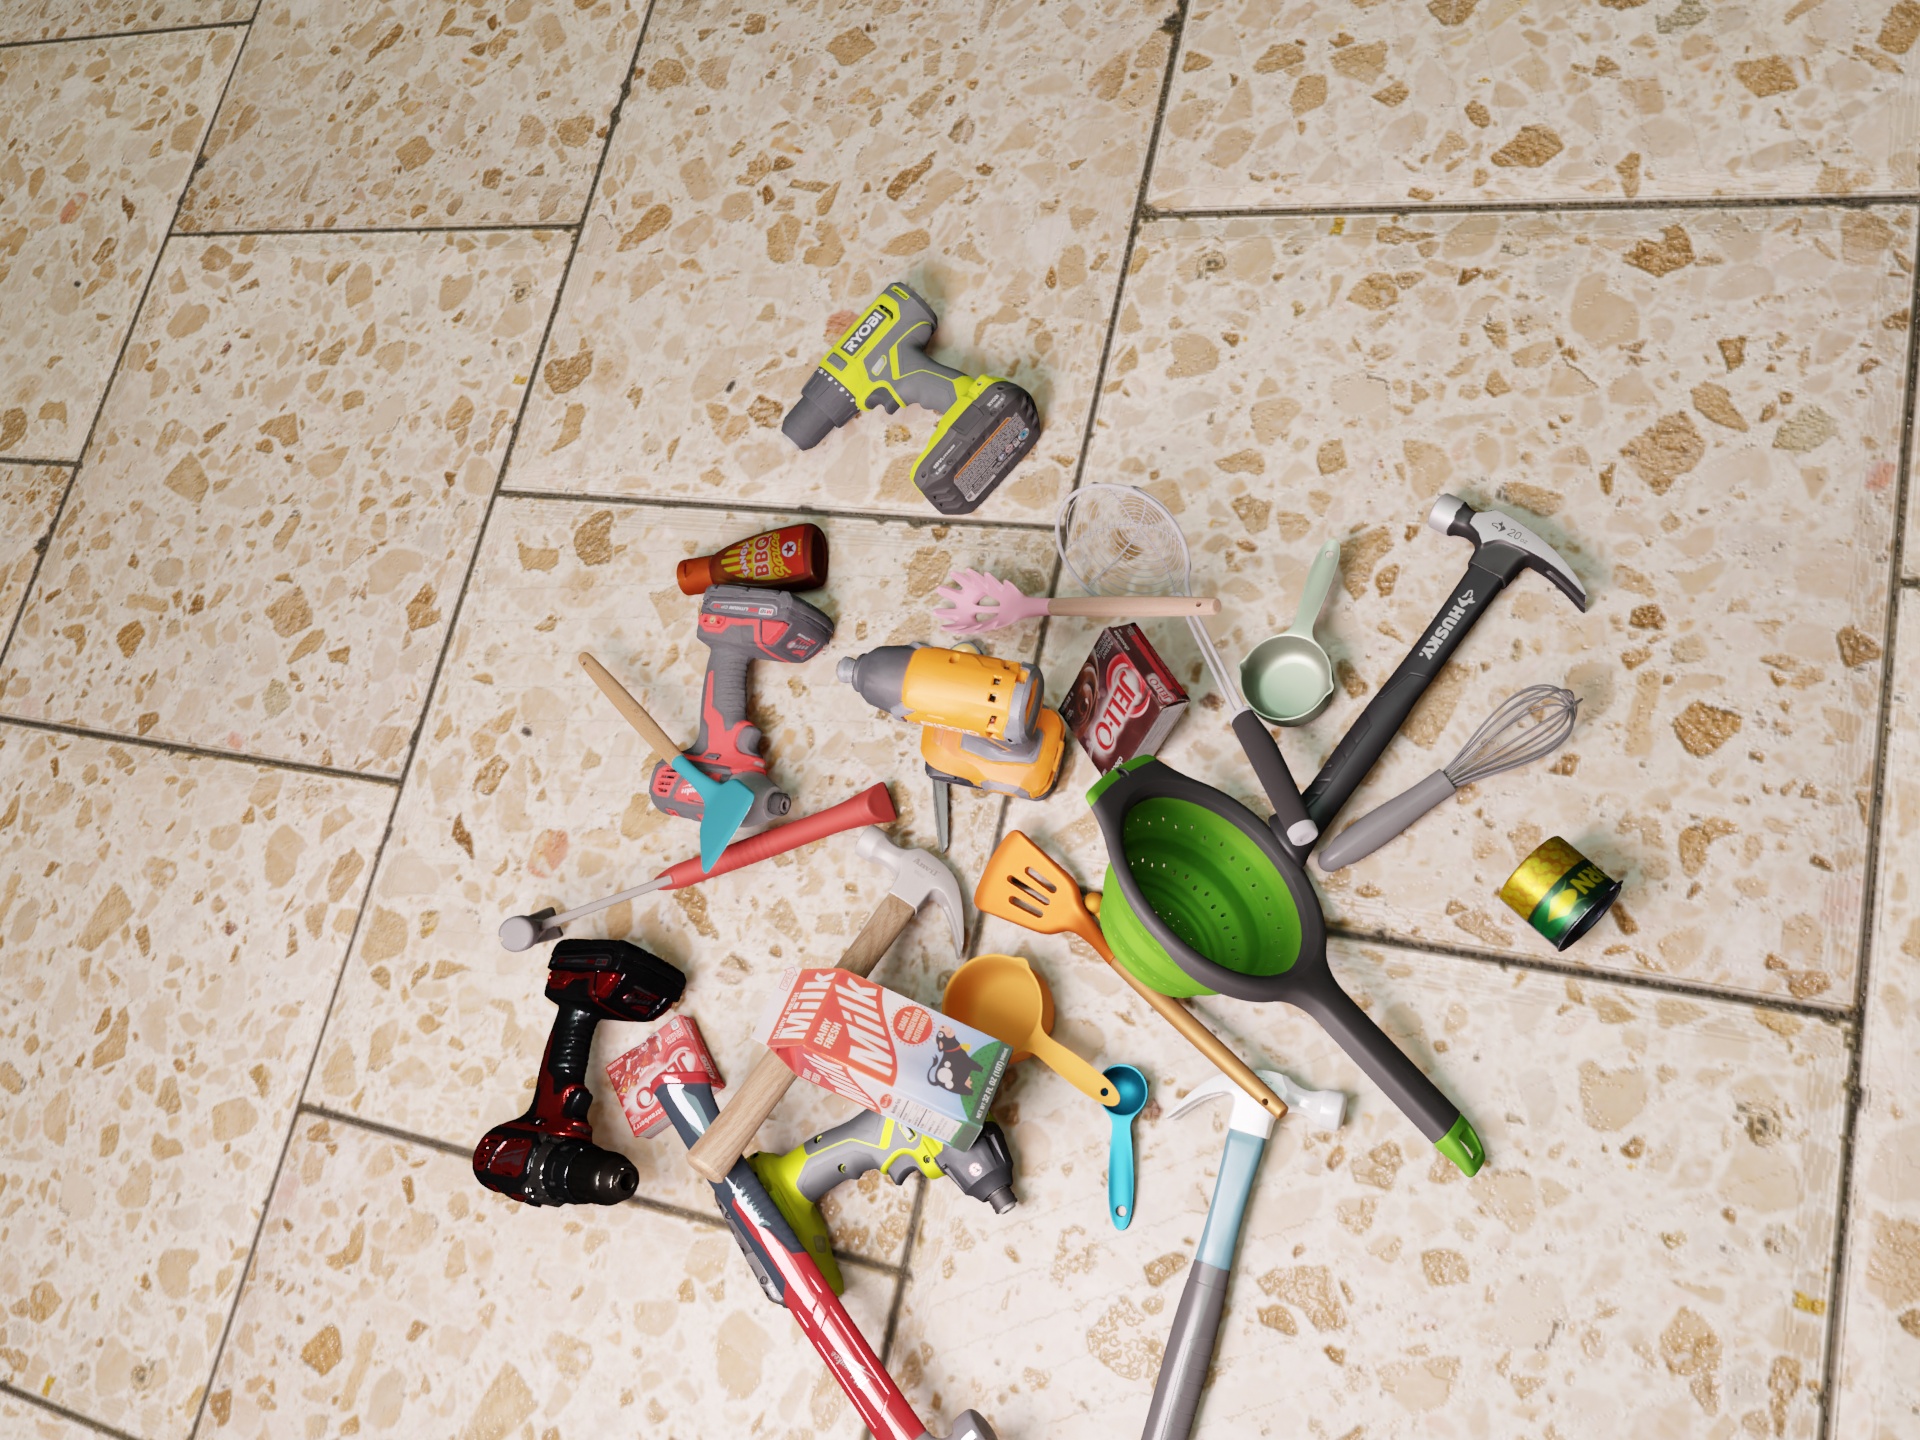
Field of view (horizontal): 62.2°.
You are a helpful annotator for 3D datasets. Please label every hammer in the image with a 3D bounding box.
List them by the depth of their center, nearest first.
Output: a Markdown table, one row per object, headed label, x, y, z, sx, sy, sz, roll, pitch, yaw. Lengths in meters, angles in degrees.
| label | x | y | z | sx | sy | sz | roll | pitch | yaw |
| --- | --- | --- | --- | --- | --- | --- | --- | --- | --- |
| hammer | 0.188 | 0.425 | 1.200 | 0.128 | 0.033 | 0.331 | 13 | 77 | 24 |
| hammer | -0.140 | 0.441 | 1.236 | 0.143 | 0.038 | 0.387 | -40 | 70 | 0 |
| hammer | 0.360 | -0.022 | 1.276 | 0.146 | 0.035 | 0.335 | 34 | 83 | 28 |
| hammer | -0.109 | 0.237 | 1.310 | 0.130 | 0.031 | 0.331 | 30 | 59 | 13 |
| hammer | -0.231 | 0.133 | 1.441 | 0.359 | 0.149 | 0.037 | -20 | 88 | 1 |

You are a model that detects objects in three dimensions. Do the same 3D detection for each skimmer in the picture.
| label | x | y | z | sx | sy | sz | roll | pitch | yaw |
| --- | --- | --- | --- | --- | --- | --- | --- | --- | --- |
| skimmer | 0.182 | -0.048 | 1.311 | 0.090 | 0.127 | 0.364 | -5 | 54 | -24 |

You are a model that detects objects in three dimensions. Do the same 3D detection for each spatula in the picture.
| label | x | y | z | sx | sy | sz | roll | pitch | yaw |
| --- | --- | --- | --- | --- | --- | --- | --- | --- | --- |
| spatula | 0.136 | 0.208 | 1.277 | 0.323 | 0.041 | 0.081 | 40 | 111 | 36 |
| spatula | -0.278 | 0.020 | 1.454 | 0.318 | 0.044 | 0.082 | 41 | 103 | 36 |

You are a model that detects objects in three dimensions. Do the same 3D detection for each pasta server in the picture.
| label | x | y | z | sx | sy | sz | roll | pitch | yaw |
| --- | --- | --- | --- | --- | --- | --- | --- | --- | --- |
| pasta server | 0.093 | -0.099 | 1.359 | 0.316 | 0.040 | 0.060 | 5 | 82 | 49 |

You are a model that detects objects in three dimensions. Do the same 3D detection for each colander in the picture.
| label | x | y | z | sx | sy | sz | roll | pitch | yaw |
| --- | --- | --- | --- | --- | --- | --- | --- | --- | --- |
| colander | 0.231 | 0.206 | 1.225 | 0.397 | 0.204 | 0.094 | 47 | 128 | 13 |

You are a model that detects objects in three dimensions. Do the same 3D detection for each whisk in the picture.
| label | x | y | z | sx | sy | sz | roll | pitch | yaw |
| --- | --- | --- | --- | --- | --- | --- | --- | --- | --- |
| whisk | 0.382 | 0.049 | 1.248 | 0.239 | 0.055 | 0.055 | -36 | 63 | 11 |

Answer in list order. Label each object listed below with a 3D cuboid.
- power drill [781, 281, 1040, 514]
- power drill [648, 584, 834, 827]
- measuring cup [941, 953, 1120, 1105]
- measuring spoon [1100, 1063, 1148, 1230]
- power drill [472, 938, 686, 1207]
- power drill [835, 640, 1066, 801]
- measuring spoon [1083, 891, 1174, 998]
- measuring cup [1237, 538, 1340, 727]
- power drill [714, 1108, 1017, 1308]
| label | x | y | z | sx | sy | sz | roll | pitch | yaw |
| --- | --- | --- | --- | --- | --- | --- | --- | --- | --- |
| power drill | -0.054 | -0.298 | 1.529 | 0.190 | 0.080 | 0.229 | -48 | 59 | 0 |
| power drill | -0.200 | -0.009 | 1.483 | 0.143 | 0.078 | 0.220 | 8 | 79 | 30 |
| measuring cup | 0.065 | 0.261 | 1.297 | 0.174 | 0.052 | 0.095 | 33 | 86 | 26 |
| measuring spoon | 0.130 | 0.339 | 1.266 | 0.042 | 0.021 | 0.129 | -2 | 80 | 21 |
| power drill | -0.318 | 0.308 | 1.372 | 0.188 | 0.080 | 0.227 | -6 | 57 | 41 |
| power drill | -0.002 | -0.004 | 1.306 | 0.164 | 0.226 | 0.084 | 12 | 77 | 15 |
| measuring spoon | 0.139 | 0.187 | 1.315 | 0.021 | 0.011 | 0.117 | -41 | 62 | 4 |
| measuring cup | 0.289 | -0.072 | 1.333 | 0.083 | 0.038 | 0.168 | 16 | 76 | 26 |
| power drill | -0.073 | 0.374 | 1.300 | 0.223 | 0.080 | 0.171 | -37 | 65 | 3 |
